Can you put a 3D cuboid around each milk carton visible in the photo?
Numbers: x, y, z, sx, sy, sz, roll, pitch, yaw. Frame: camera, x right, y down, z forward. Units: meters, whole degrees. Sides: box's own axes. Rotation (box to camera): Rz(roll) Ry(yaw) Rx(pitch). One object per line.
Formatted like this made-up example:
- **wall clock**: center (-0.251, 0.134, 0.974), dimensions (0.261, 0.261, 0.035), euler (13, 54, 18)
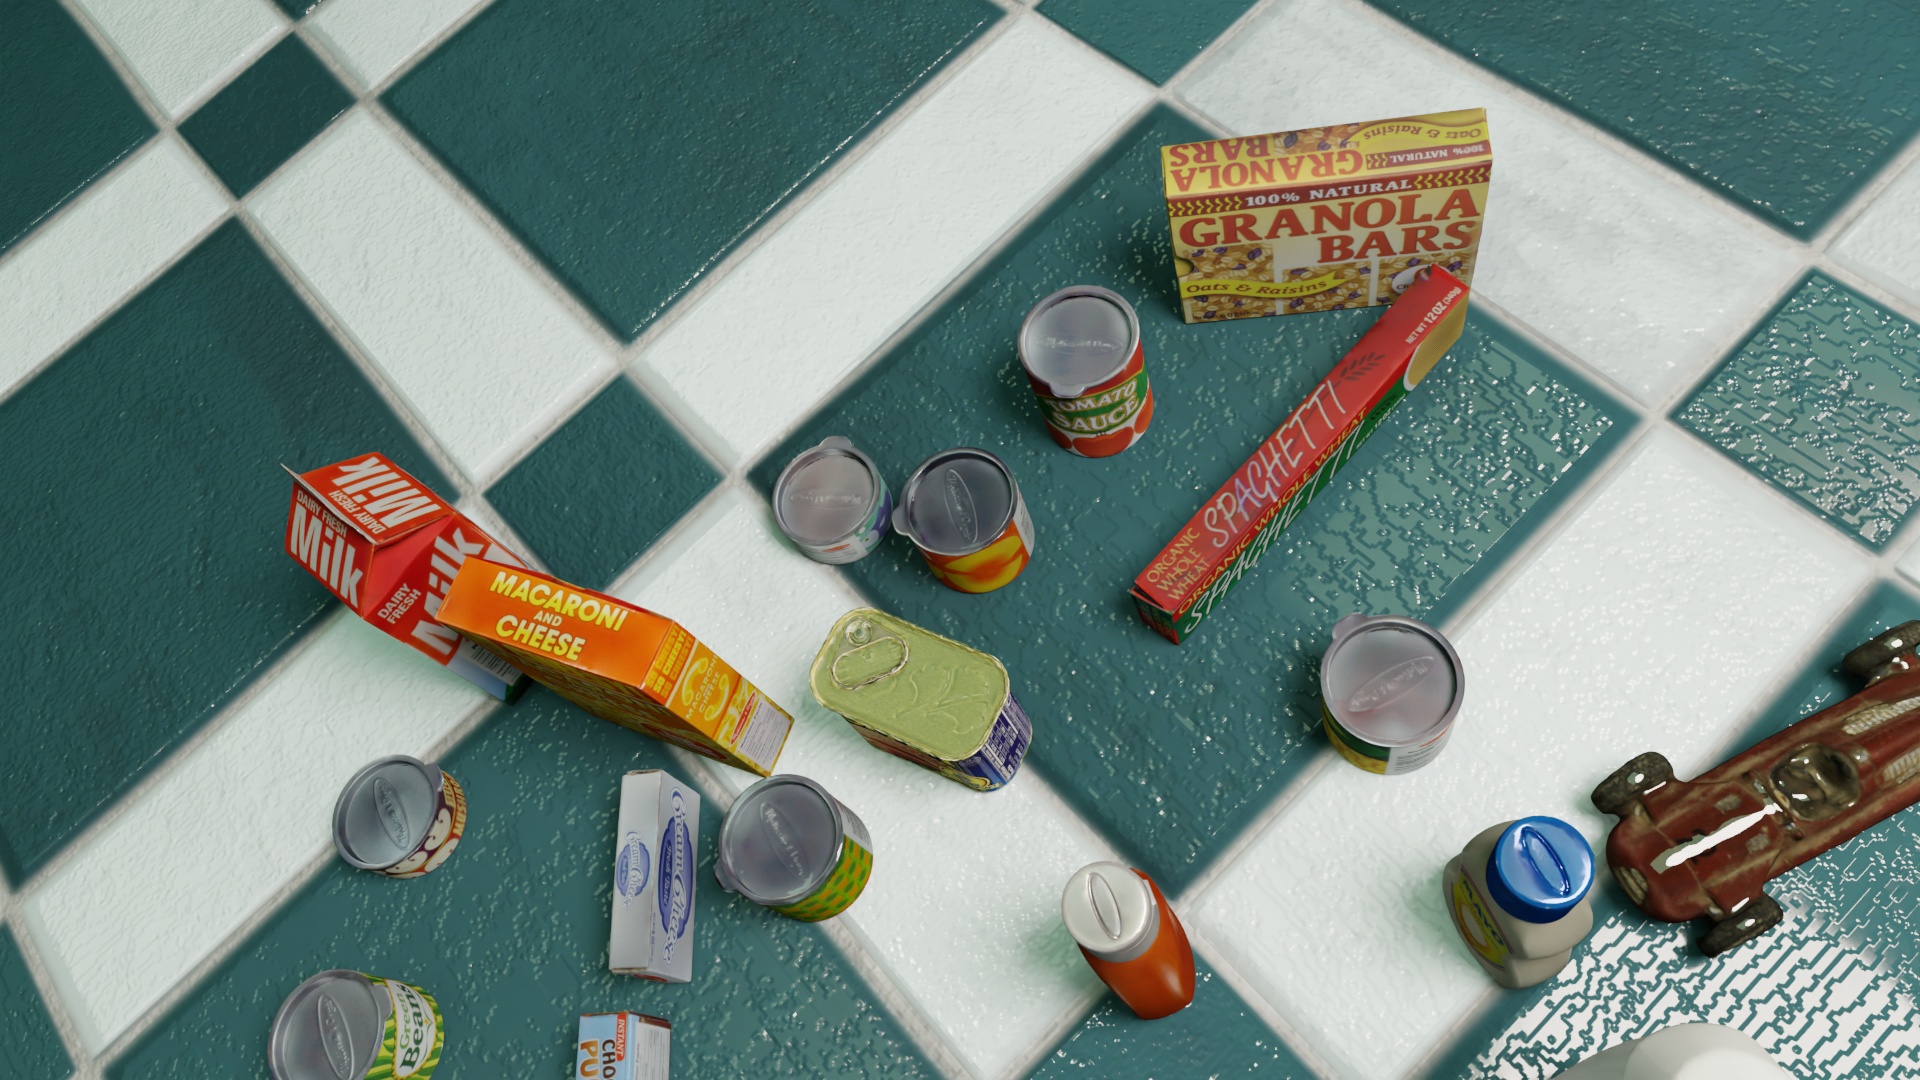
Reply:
- **milk carton**: center (-0.295, 0.017, 0.768), dimensions (0.072, 0.190, 0.073), euler (32, 77, 25)

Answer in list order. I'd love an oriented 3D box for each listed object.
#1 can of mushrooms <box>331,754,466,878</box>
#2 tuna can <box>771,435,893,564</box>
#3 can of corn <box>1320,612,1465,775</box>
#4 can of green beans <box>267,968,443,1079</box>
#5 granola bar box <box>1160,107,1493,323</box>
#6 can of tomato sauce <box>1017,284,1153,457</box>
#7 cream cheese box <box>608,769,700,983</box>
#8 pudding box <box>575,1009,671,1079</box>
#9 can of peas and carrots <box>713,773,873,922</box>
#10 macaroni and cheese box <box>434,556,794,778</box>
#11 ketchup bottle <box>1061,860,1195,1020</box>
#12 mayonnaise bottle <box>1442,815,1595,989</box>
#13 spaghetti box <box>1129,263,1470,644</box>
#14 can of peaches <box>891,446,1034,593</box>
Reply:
- **can of mushrooms**: center (-0.319, 0.157, 0.797), dimensions (0.071, 0.033, 0.071), euler (-5, 65, 12)
- **tuna can**: center (-0.074, -0.023, 0.820), dimensions (0.071, 0.032, 0.071), euler (-5, 65, 12)
- **can of corn**: center (0.210, 0.075, 0.687), dimensions (0.071, 0.058, 0.071), euler (-6, 65, 12)
- **can of green beans**: center (-0.317, 0.264, 0.733), dimensions (0.071, 0.057, 0.071), euler (-6, 65, 12)
- **granola bar box**: center (0.200, -0.175, 0.769), dimensions (0.165, 0.124, 0.039), euler (-4, 65, 13)
- **can of tomato sauce**: center (0.073, -0.092, 0.786), dimensions (0.071, 0.083, 0.071), euler (-6, 65, 12)
- **cream cheese box**: center (-0.161, 0.179, 0.736), dimensions (0.024, 0.053, 0.104), euler (-8, 64, 11)
- **pudding box**: center (-0.169, 0.281, 0.692), dimensions (0.030, 0.049, 0.084), euler (-9, 64, 11)
- **can of peas and carrots**: center (-0.086, 0.162, 0.721), dimensions (0.071, 0.058, 0.071), euler (-6, 65, 12)
- **macaroni and cheese box**: center (-0.174, 0.068, 0.727), dimensions (0.124, 0.166, 0.040), euler (15, 71, 20)
- **ketchup bottle**: center (0.076, 0.175, 0.623), dimensions (0.043, 0.148, 0.065), euler (-23, 63, 4)
- **mayonnaise bottle**: center (0.239, 0.151, 0.594), dimensions (0.041, 0.147, 0.065), euler (-26, 62, 2)
- **spaghetti box**: center (0.186, -0.046, 0.754), dimensions (0.029, 0.050, 0.250), euler (39, 80, 26)
- **can of peaches**: center (0.003, -0.010, 0.779), dimensions (0.071, 0.058, 0.071), euler (-6, 65, 12)
